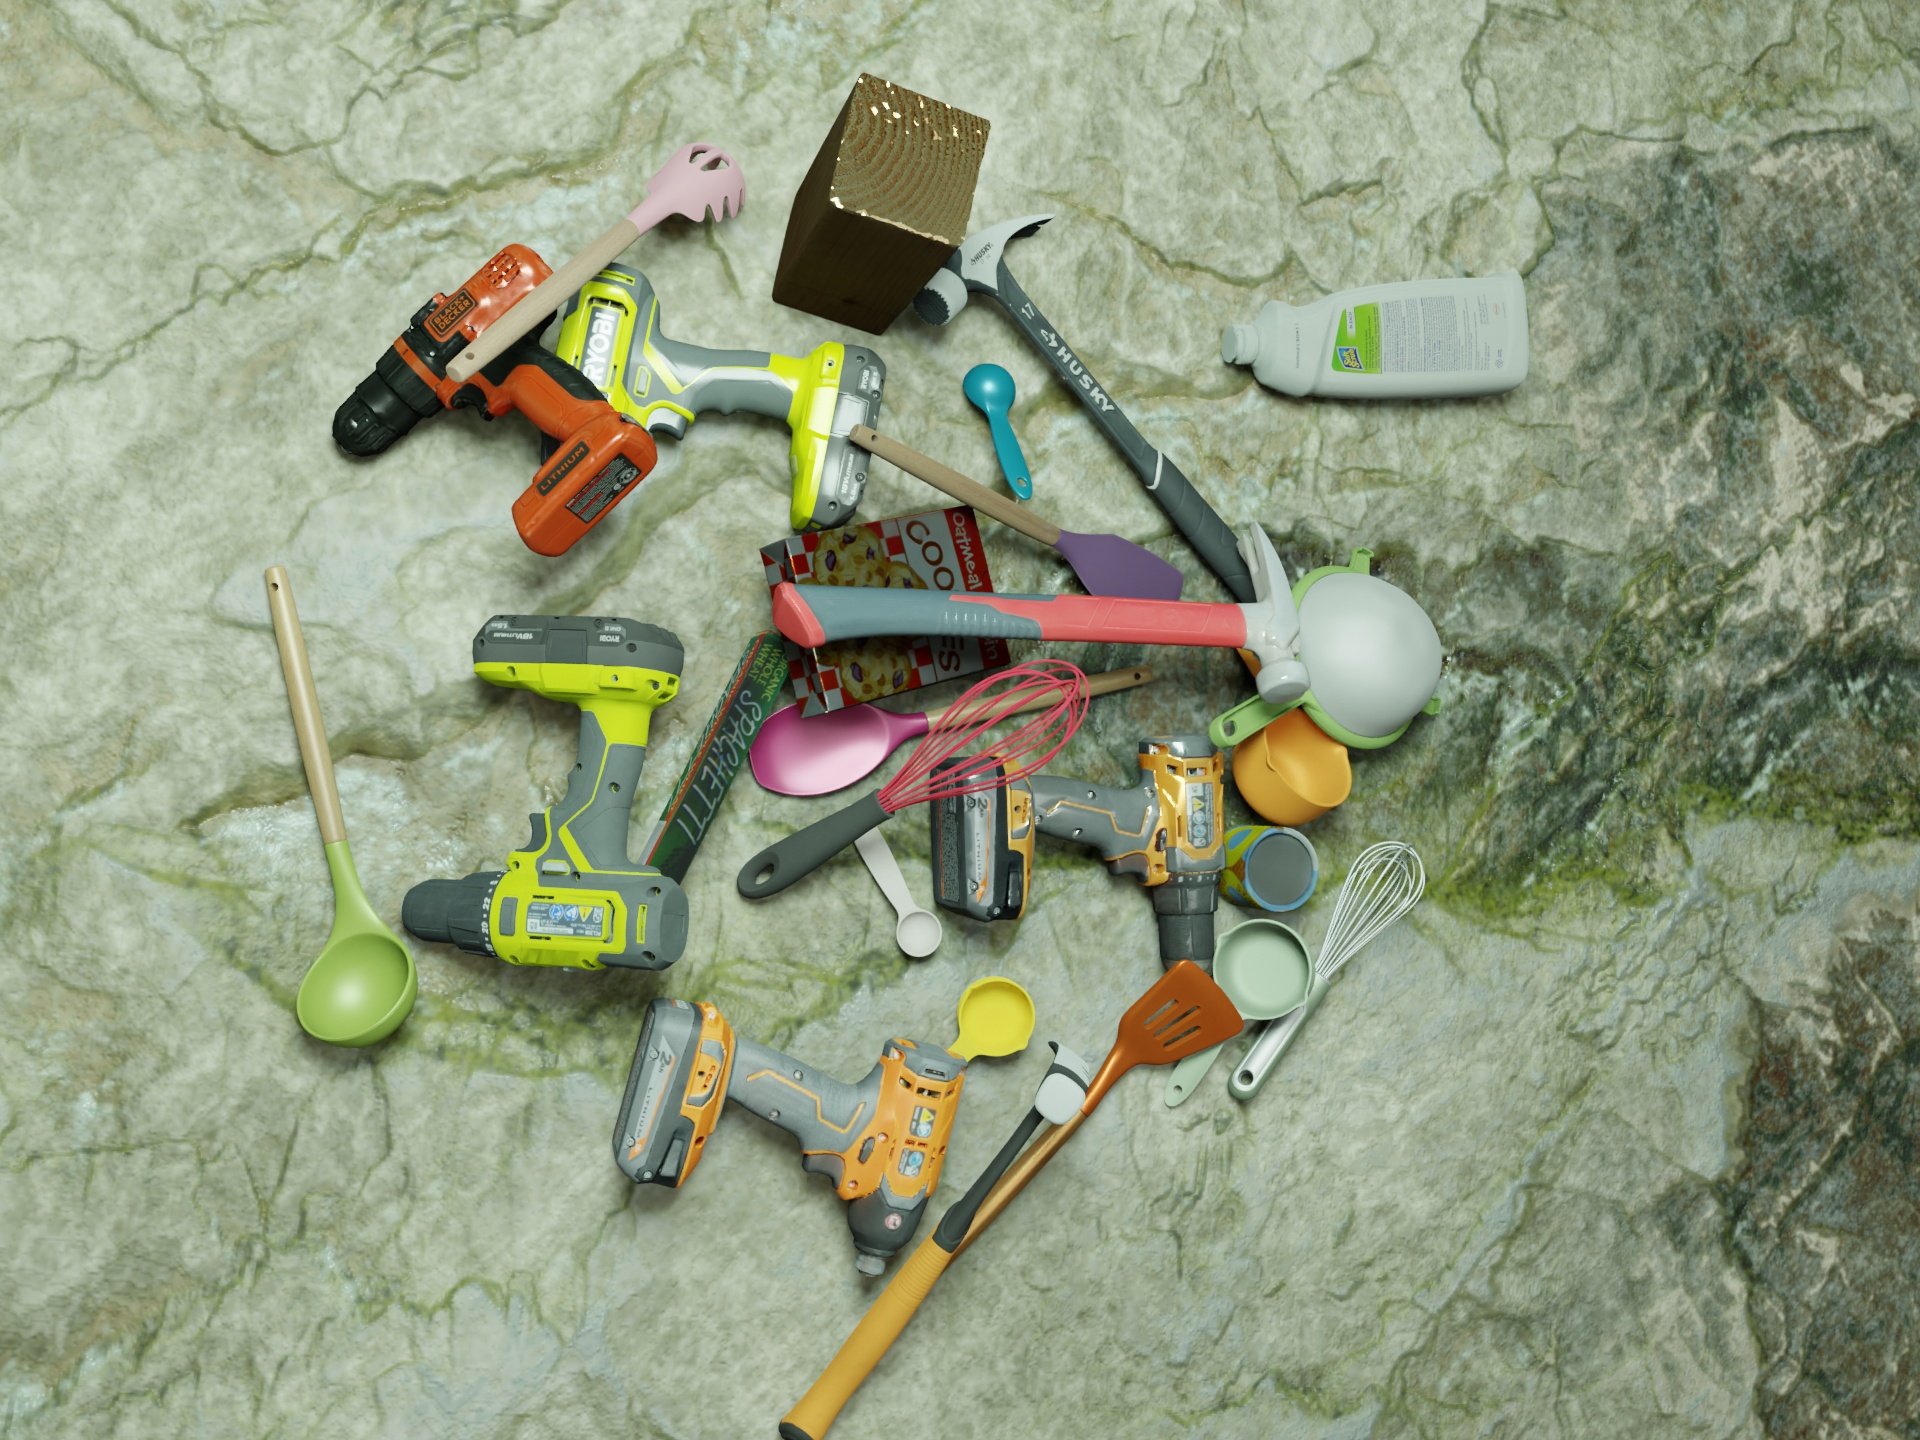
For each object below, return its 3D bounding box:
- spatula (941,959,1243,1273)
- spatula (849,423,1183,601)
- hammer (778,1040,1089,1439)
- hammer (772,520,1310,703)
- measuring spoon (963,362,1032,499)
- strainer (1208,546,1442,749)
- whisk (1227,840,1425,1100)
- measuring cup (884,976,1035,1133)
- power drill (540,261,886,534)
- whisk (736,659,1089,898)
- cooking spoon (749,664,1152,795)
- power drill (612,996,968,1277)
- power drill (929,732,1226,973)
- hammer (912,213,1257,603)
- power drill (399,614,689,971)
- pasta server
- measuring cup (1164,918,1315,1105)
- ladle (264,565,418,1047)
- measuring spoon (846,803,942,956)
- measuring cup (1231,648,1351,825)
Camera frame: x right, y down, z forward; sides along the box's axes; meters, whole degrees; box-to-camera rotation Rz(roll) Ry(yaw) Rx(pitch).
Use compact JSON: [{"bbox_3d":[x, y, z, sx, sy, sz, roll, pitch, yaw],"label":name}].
[{"bbox_3d":[0.076,0.310,1.180,0.322,0.041,0.081,-44,110,-11],"label":"spatula"},{"bbox_3d":[0.049,-0.143,1.168,0.315,0.018,0.060,24,79,-32],"label":"spatula"},{"bbox_3d":[-0.018,0.372,1.119,0.034,0.127,0.337,36,93,4],"label":"hammer"},{"bbox_3d":[0.059,-0.085,1.118,0.386,0.038,0.143,1,61,-19],"label":"hammer"},{"bbox_3d":[0.035,-0.218,1.175,0.042,0.021,0.129,-1,58,-25],"label":"measuring spoon"},{"bbox_3d":[0.289,-0.039,1.210,0.256,0.069,0.151,-26,92,-37],"label":"strainer"},{"bbox_3d":[0.287,0.196,1.254,0.058,0.059,0.246,33,81,26],"label":"whisk"},{"bbox_3d":[-0.010,0.251,1.174,0.156,0.029,0.062,-43,95,-2],"label":"measuring cup"},{"bbox_3d":[-0.176,-0.210,1.116,0.223,0.080,0.171,12,84,-13],"label":"power drill"},{"bbox_3d":[-0.037,0.047,1.095,0.296,0.073,0.073,-32,98,17],"label":"whisk"},{"bbox_3d":[-0.002,-0.004,1.187,0.319,0.017,0.069,-12,92,-17],"label":"cooking spoon"},{"bbox_3d":[-0.120,0.288,1.099,0.226,0.084,0.164,15,85,-14],"label":"power drill"},{"bbox_3d":[0.096,0.105,1.184,0.226,0.084,0.185,-2,90,-22],"label":"power drill"},{"bbox_3d":[0.137,-0.210,1.220,0.408,0.036,0.149,48,55,-14],"label":"hammer"},{"bbox_3d":[-0.272,0.049,1.053,0.190,0.080,0.228,2,84,13],"label":"power drill"},{"bbox_3d":[-0.234,-0.304,1.046,0.060,0.040,0.316,33,52,1],"label":"pasta server"},{"bbox_3d":[0.211,0.229,1.232,0.083,0.038,0.167,37,98,24],"label":"measuring cup"},{"bbox_3d":[-0.419,0.054,1.037,0.078,0.062,0.320,-13,88,2],"label":"ladle"},{"bbox_3d":[-0.053,0.117,1.171,0.034,0.018,0.124,-28,89,-16],"label":"measuring spoon"},{"bbox_3d":[0.236,0.002,1.246,0.095,0.052,0.174,-9,65,-40],"label":"measuring cup"}]
